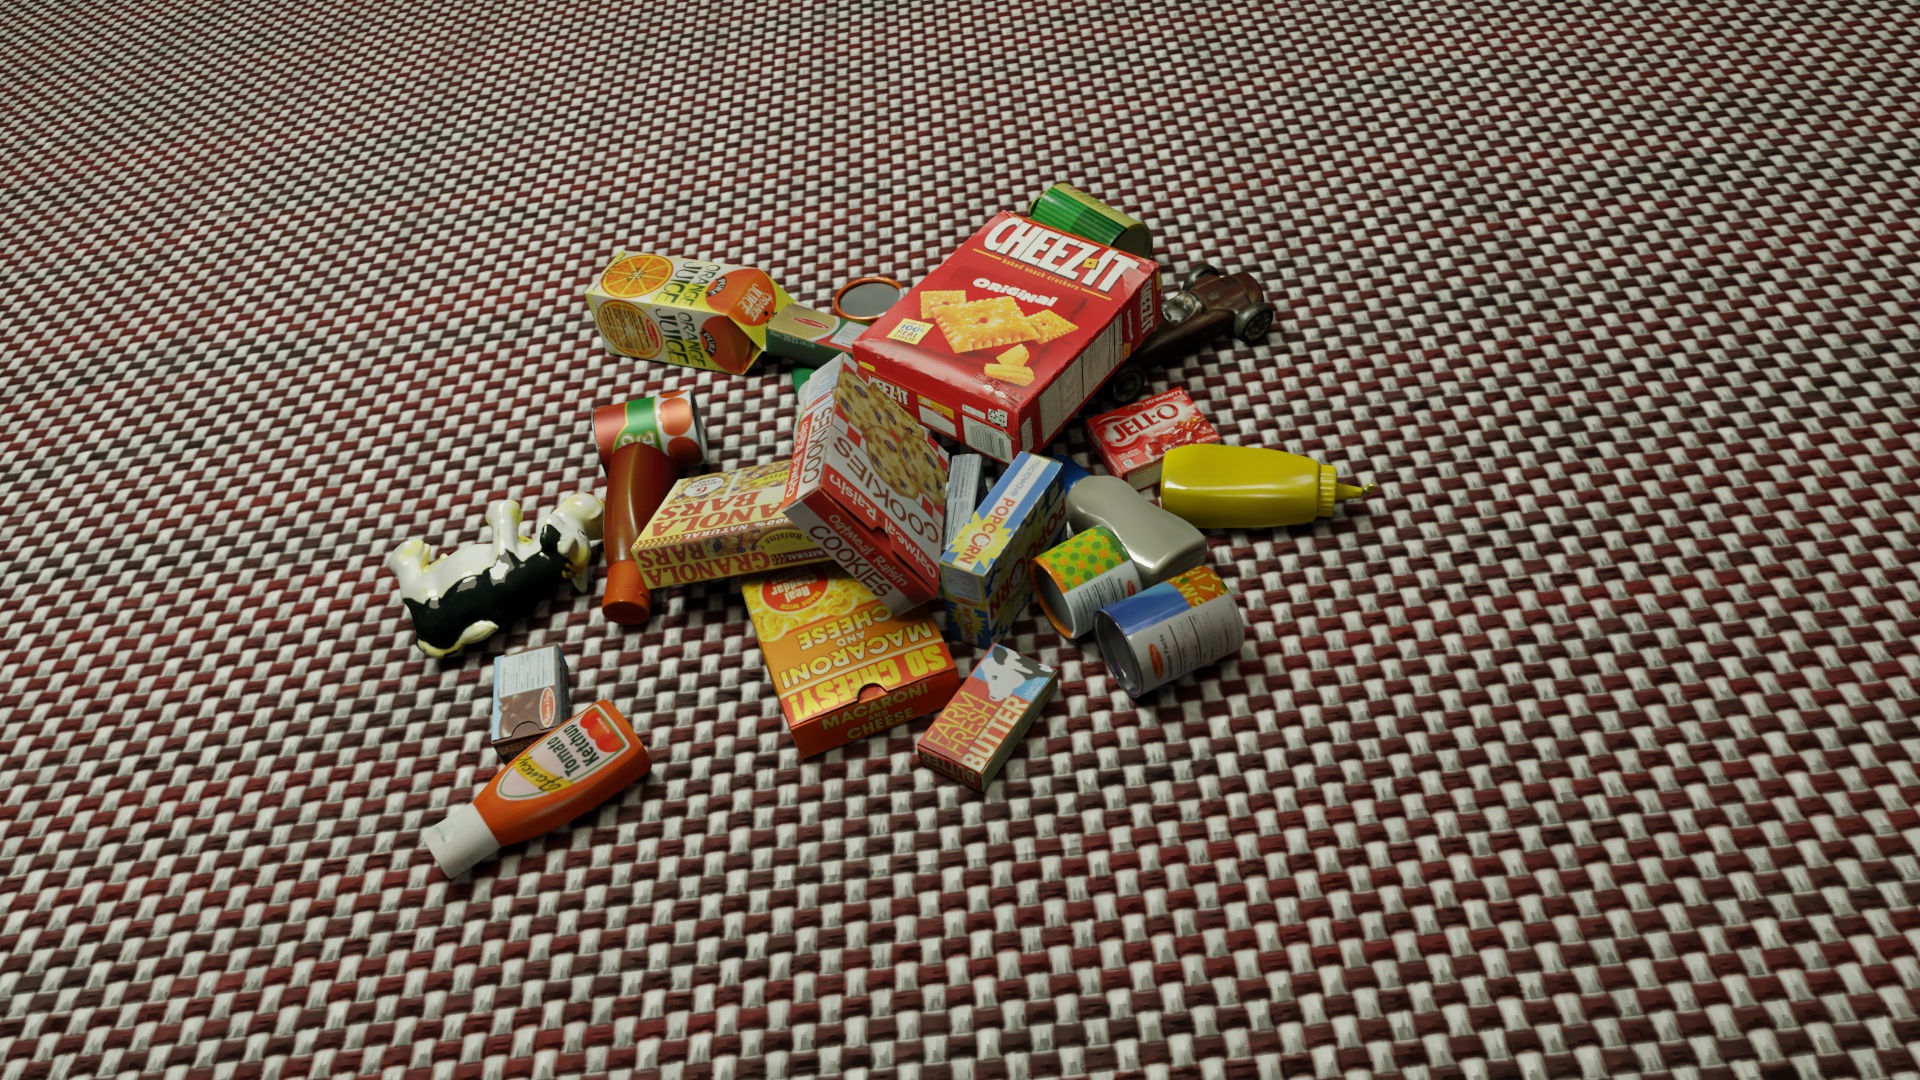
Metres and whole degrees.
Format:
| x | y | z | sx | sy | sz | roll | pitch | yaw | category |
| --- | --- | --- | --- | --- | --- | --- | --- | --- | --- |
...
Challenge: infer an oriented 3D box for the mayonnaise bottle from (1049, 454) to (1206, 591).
| x | y | z | sx | sy | sz | roll | pitch | yaw | category |
| --- | --- | --- | --- | --- | --- | --- | --- | --- | --- |
| 0.118 | -0.016 | 1.065 | 0.065 | 0.041 | 0.148 | -29 | 47 | -24 | mayonnaise bottle |

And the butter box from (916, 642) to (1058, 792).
| x | y | z | sx | sy | sz | roll | pitch | yaw | category |
| --- | --- | --- | --- | --- | --- | --- | --- | --- | --- |
| 0.020 | 0.120 | 0.957 | 0.053 | 0.024 | 0.104 | 22 | 53 | 26 | butter box |

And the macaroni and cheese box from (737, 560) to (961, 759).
| x | y | z | sx | sy | sz | roll | pitch | yaw | category |
| --- | --- | --- | --- | --- | --- | --- | --- | --- | --- |
| -0.085 | 0.067 | 1.015 | 0.124 | 0.040 | 0.167 | -19 | 45 | -9 | macaroni and cheese box |

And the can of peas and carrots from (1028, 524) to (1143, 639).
| x | y | z | sx | sy | sz | roll | pitch | yaw | category |
| --- | --- | --- | --- | --- | --- | --- | --- | --- | --- |
| 0.089 | 0.029 | 1.007 | 0.059 | 0.070 | 0.071 | -27 | 48 | -16 | can of peas and carrots |

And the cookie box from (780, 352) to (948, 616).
| x | y | z | sx | sy | sz | roll | pitch | yaw | category |
| --- | --- | --- | --- | --- | --- | --- | --- | --- | --- |
| -0.064 | -0.044 | 1.010 | 0.040 | 0.122 | 0.168 | -32 | 32 | 26 | cookie box |

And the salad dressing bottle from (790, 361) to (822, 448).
| x | y | z | sx | sy | sz | roll | pitch | yaw | category |
| --- | --- | --- | --- | --- | --- | --- | --- | --- | --- |
| -0.116 | -0.105 | 1.186 | 0.064 | 0.043 | 0.148 | -14 | 43 | -7 | salad dressing bottle |

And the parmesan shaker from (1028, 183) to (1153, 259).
| x | y | z | sx | sy | sz | roll | pitch | yaw | category |
| --- | --- | --- | --- | --- | --- | --- | --- | --- | --- |
| 0.121 | -0.287 | 1.309 | 0.071 | 0.071 | 0.103 | -34 | 51 | -22 | parmesan shaker |

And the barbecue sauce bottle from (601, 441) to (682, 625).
| x | y | z | sx | sy | sz | roll | pitch | yaw | category |
| --- | --- | --- | --- | --- | --- | --- | --- | --- | --- |
| -0.256 | -0.004 | 1.100 | 0.043 | 0.064 | 0.149 | -20 | 49 | 24 | barbecue sauce bottle |

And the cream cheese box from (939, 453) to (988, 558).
| x | y | z | sx | sy | sz | roll | pitch | yaw | category |
| --- | --- | --- | --- | --- | --- | --- | --- | --- | --- |
| 0.004 | -0.013 | 1.070 | 0.024 | 0.053 | 0.104 | -1 | 46 | 10 | cream cheese box |

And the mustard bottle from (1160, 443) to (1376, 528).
| x | y | z | sx | sy | sz | roll | pitch | yaw | category |
| --- | --- | --- | --- | --- | --- | --- | --- | --- | --- |
| 0.235 | -0.039 | 1.061 | 0.160 | 0.048 | 0.066 | 4 | 45 | 12 | mustard bottle |

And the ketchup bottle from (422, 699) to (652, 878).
| x | y | z | sx | sy | sz | roll | pitch | yaw | category |
| --- | --- | --- | --- | --- | --- | --- | --- | --- | --- |
| -0.288 | 0.172 | 0.943 | 0.149 | 0.043 | 0.065 | -33 | 51 | -21 | ketchup bottle |

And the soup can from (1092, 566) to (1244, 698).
| x | y | z | sx | sy | sz | roll | pitch | yaw | category |
| --- | --- | --- | --- | --- | --- | --- | --- | --- | --- |
| 0.143 | 0.062 | 0.966 | 0.084 | 0.071 | 0.071 | -23 | 47 | -14 | soup can |

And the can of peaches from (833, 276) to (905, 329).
| x | y | z | sx | sy | sz | roll | pitch | yaw | category |
| --- | --- | --- | --- | --- | --- | --- | --- | --- | --- |
| -0.081 | -0.199 | 1.263 | 0.071 | 0.057 | 0.071 | -4 | 46 | 5 | can of peaches |

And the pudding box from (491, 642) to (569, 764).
| x | y | z | sx | sy | sz | roll | pitch | yaw | category |
| --- | --- | --- | --- | --- | --- | --- | --- | --- | --- |
| -0.312 | 0.118 | 1.009 | 0.050 | 0.030 | 0.084 | -13 | 45 | -5 | pudding box |

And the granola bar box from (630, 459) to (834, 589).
| x | y | z | sx | sy | sz | roll | pitch | yaw | category |
| --- | --- | --- | --- | --- | --- | --- | --- | --- | --- |
| -0.154 | -0.018 | 1.072 | 0.165 | 0.039 | 0.125 | -9 | 26 | 12 | granola bar box |

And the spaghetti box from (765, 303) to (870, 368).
| x | y | z | sx | sy | sz | roll | pitch | yaw | category |
| --- | --- | --- | --- | --- | --- | --- | --- | --- | --- |
| -0.047 | -0.151 | 1.197 | 0.250 | 0.028 | 0.050 | 18 | 40 | 12 | spaghetti box |

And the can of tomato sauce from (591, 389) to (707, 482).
| x | y | z | sx | sy | sz | roll | pitch | yaw | category |
| --- | --- | --- | --- | --- | --- | --- | --- | --- | --- |
| -0.262 | -0.087 | 1.177 | 0.083 | 0.070 | 0.071 | -12 | 45 | -4 | can of tomato sauce |

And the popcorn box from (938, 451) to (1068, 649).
| x | y | z | sx | sy | sz | roll | pitch | yaw | category |
| --- | --- | --- | --- | --- | --- | --- | --- | --- | --- |
| 0.035 | 0.007 | 1.023 | 0.038 | 0.084 | 0.127 | 20 | 52 | 23 | popcorn box |

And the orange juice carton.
| x | y | z | sx | sy | sz | roll | pitch | yaw | category |
| --- | --- | --- | --- | --- | --- | --- | --- | --- | --- |
| -0.241 | -0.210 | 1.289 | 0.193 | 0.072 | 0.072 | 11 | 49 | 19 | orange juice carton |
